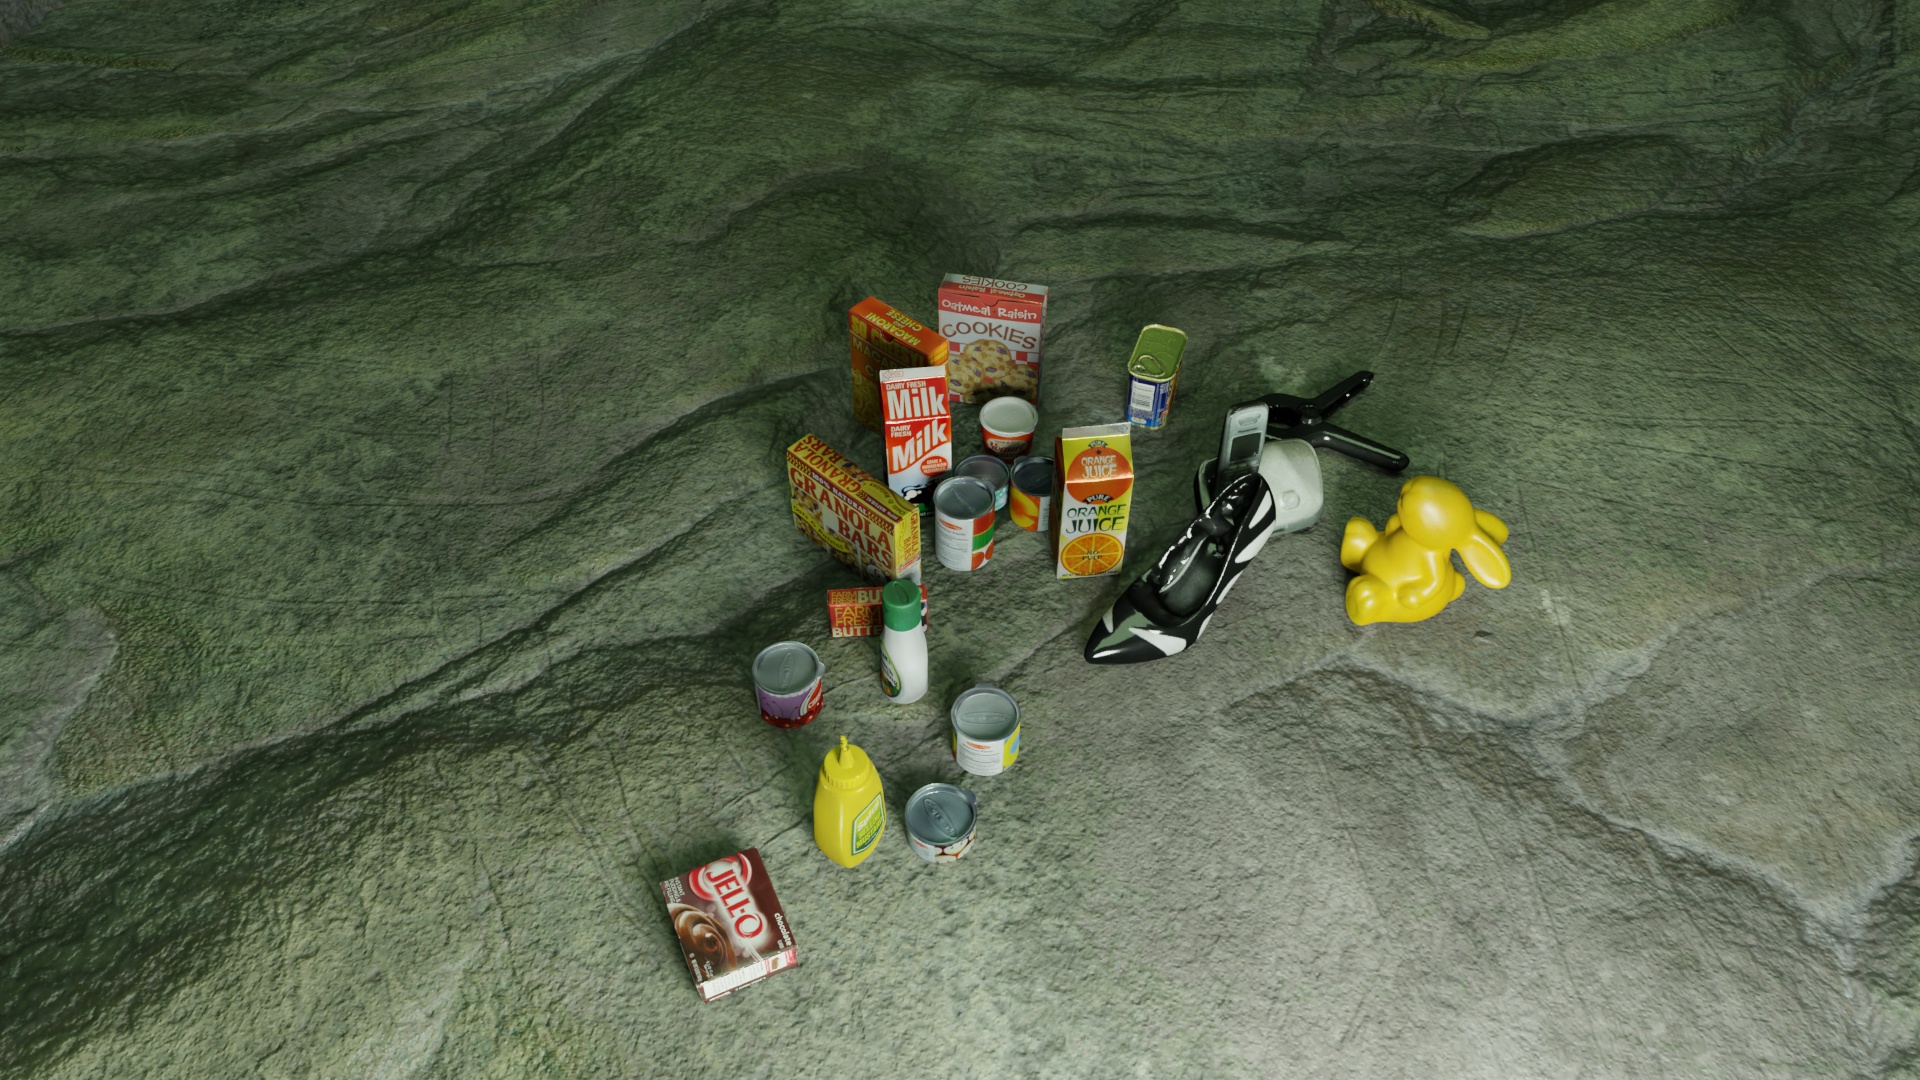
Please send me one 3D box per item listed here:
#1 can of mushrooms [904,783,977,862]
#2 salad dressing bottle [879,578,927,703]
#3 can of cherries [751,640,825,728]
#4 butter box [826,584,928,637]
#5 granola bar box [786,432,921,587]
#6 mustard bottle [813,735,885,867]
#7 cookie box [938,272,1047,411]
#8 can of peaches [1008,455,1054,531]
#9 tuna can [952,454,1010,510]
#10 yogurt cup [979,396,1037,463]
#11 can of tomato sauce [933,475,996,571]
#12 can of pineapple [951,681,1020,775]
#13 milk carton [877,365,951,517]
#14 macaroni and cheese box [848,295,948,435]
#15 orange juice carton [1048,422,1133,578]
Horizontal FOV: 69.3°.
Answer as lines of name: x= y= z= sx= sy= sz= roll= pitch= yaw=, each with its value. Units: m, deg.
can of mushrooms: x=-0.016 y=0.258 z=1.274 sx=0.071 sy=0.033 sz=0.071 roll=0 pitch=46 yaw=0
salad dressing bottle: x=-0.056 y=0.098 z=1.349 sx=0.044 sy=0.146 sz=0.064 roll=-18 pitch=49 yaw=-17
can of cherries: x=-0.167 y=0.143 z=1.366 sx=0.071 sy=0.058 sz=0.072 roll=0 pitch=46 yaw=0
butter box: x=-0.085 y=0.073 z=1.437 sx=0.103 sy=0.052 sz=0.024 roll=-3 pitch=47 yaw=-3
granola bar box: x=-0.114 y=-0.023 z=1.480 sx=0.166 sy=0.123 sz=0.039 roll=35 pitch=55 yaw=28
mustard bottle: x=-0.099 y=0.224 z=1.219 sx=0.049 sy=0.159 sz=0.065 roll=28 pitch=52 yaw=23
cookie box: x=0.037 y=-0.233 z=1.652 sx=0.123 sy=0.166 sz=0.040 roll=9 pitch=47 yaw=8
can of peaches: x=0.086 y=-0.054 z=1.557 sx=0.071 sy=0.057 sz=0.071 roll=0 pitch=46 yaw=0
tuna can: x=0.024 y=-0.063 z=1.582 sx=0.071 sy=0.032 sz=0.071 roll=0 pitch=46 yaw=0
yogurt cup: x=0.056 y=-0.128 z=1.630 sx=0.072 sy=0.053 sz=0.073 roll=0 pitch=46 yaw=0
can of tomato sauce: x=0.005 y=-0.019 z=1.505 sx=0.071 sy=0.082 sz=0.071 roll=0 pitch=46 yaw=0
can of pineapple: x=0.025 y=0.181 z=1.332 sx=0.071 sy=0.057 sz=0.071 roll=0 pitch=46 yaw=0
milk carton: x=-0.050 y=-0.115 z=1.523 sx=0.072 sy=0.189 sz=0.074 roll=-6 pitch=47 yaw=-7
macaroni and cheese box: x=-0.071 y=-0.183 z=1.604 sx=0.124 sy=0.165 sz=0.040 roll=33 pitch=54 yaw=27
orange juice carton: x=0.136 y=-0.050 z=1.461 sx=0.072 sy=0.191 sz=0.073 roll=-4 pitch=47 yaw=-4
